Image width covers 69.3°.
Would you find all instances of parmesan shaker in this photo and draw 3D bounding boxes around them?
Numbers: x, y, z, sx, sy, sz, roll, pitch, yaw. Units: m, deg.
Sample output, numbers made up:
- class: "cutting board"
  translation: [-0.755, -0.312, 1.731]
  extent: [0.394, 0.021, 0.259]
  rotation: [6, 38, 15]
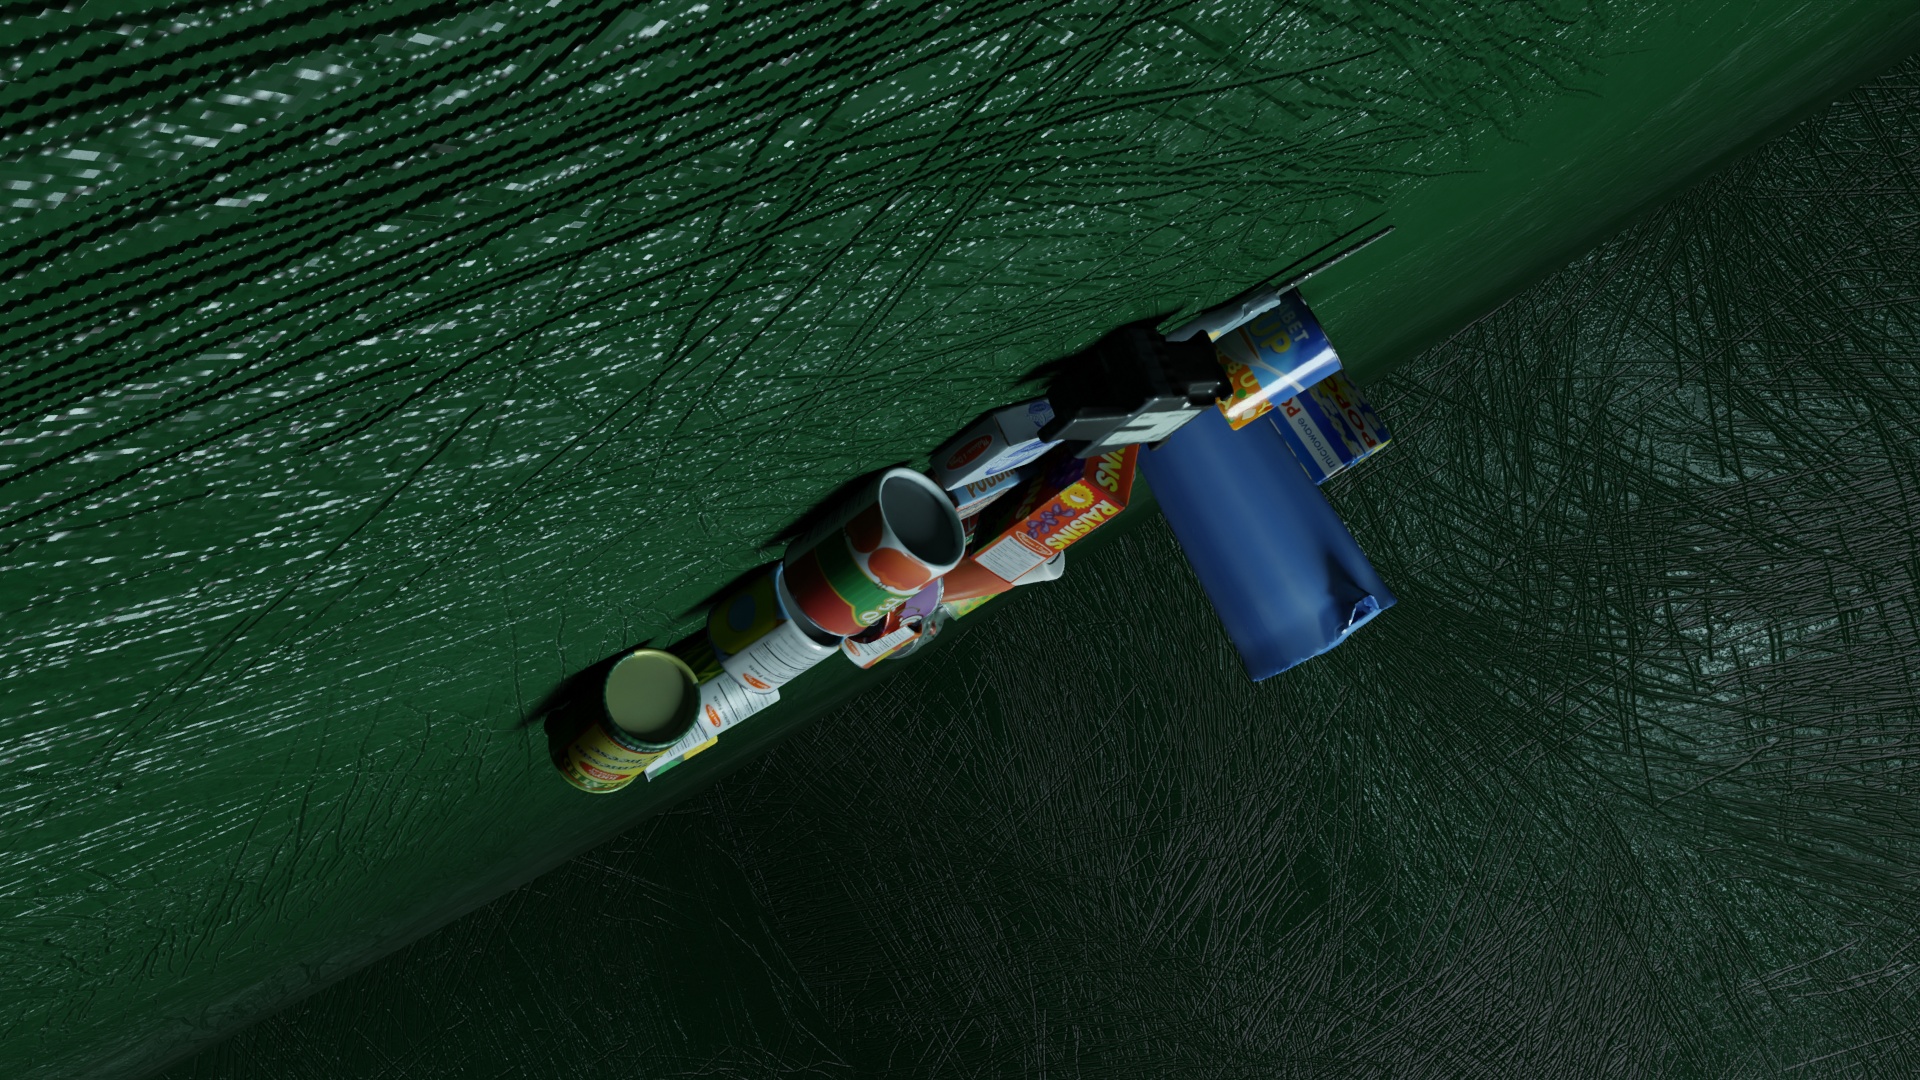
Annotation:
- class: "parmesan shaker"
  translation: [-0.217, 0.114, 0.882]
  extent: [0.071, 0.071, 0.102]
  rotation: [-25, 172, -40]

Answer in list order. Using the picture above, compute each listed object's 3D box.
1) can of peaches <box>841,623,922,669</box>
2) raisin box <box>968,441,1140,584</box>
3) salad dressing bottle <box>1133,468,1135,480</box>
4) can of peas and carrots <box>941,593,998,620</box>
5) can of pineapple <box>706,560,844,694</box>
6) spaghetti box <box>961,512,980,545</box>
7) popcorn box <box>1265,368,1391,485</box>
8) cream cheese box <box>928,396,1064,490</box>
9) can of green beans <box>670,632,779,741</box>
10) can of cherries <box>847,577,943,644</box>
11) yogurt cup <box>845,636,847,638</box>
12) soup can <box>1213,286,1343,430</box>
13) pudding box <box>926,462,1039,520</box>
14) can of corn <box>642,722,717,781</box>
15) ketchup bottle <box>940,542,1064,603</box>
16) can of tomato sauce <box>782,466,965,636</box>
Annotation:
- class: "can of peaches"
  translation: [-0.074, 0.067, 1.197]
  extent: [0.058, 0.071, 0.071]
  rotation: [-32, 174, 14]
- class: "raisin box"
  translation: [0.063, -0.035, 0.909]
  extent: [0.123, 0.040, 0.086]
  rotation: [-36, -152, 45]
- class: "salad dressing bottle"
  translation: [0.077, -0.037, 1.157]
  extent: [0.148, 0.044, 0.064]
  rotation: [-28, 175, -23]
- class: "can of peas and carrots"
  translation: [0.004, 0.029, 1.248]
  extent: [0.058, 0.071, 0.071]
  rotation: [-31, 174, 5]
- class: "can of pineapple"
  translation: [-0.114, 0.052, 0.859]
  extent: [0.057, 0.071, 0.071]
  rotation: [-33, 174, 22]
- class: "spaghetti box"
  translation: [0.004, -0.013, 1.063]
  extent: [0.251, 0.029, 0.050]
  rotation: [-29, 174, -14]
- class: "popcorn box"
  translation: [0.252, -0.108, 1.012]
  extent: [0.038, 0.127, 0.085]
  rotation: [-39, 170, 37]
- class: "cream cheese box"
  translation: [0.031, -0.060, 0.815]
  extent: [0.053, 0.024, 0.104]
  rotation: [-32, 174, 35]
- class: "can of green beans"
  translation: [-0.166, 0.095, 0.961]
  extent: [0.058, 0.071, 0.071]
  rotation: [-29, 174, -14]
- class: "can of cherries"
  translation: [-0.055, 0.035, 0.973]
  extent: [0.058, 0.071, 0.071]
  rotation: [-24, 171, -47]
- class: "yogurt cup"
  translation: [-0.110, 0.053, 0.930]
  extent: [0.072, 0.054, 0.072]
  rotation: [-30, 174, -3]
- class: "soup can"
  translation: [0.204, -0.125, 0.938]
  extent: [0.083, 0.071, 0.071]
  rotation: [-31, 174, 13]
- class: "pudding box"
  translation: [0.005, -0.034, 0.877]
  extent: [0.084, 0.030, 0.049]
  rotation: [-25, 171, -46]
- class: "can of corn"
  translation: [-0.221, 0.134, 1.027]
  extent: [0.058, 0.071, 0.071]
  rotation: [-29, 174, -18]
- class: "ketchup bottle"
  translation: [0.009, 0.022, 1.100]
  extent: [0.148, 0.043, 0.065]
  rotation: [-11, -163, 32]
- class: "can of tomato sauce"
  translation: [-0.047, 0.008, 0.777]
  extent: [0.082, 0.071, 0.071]
  rotation: [-35, 173, 35]
